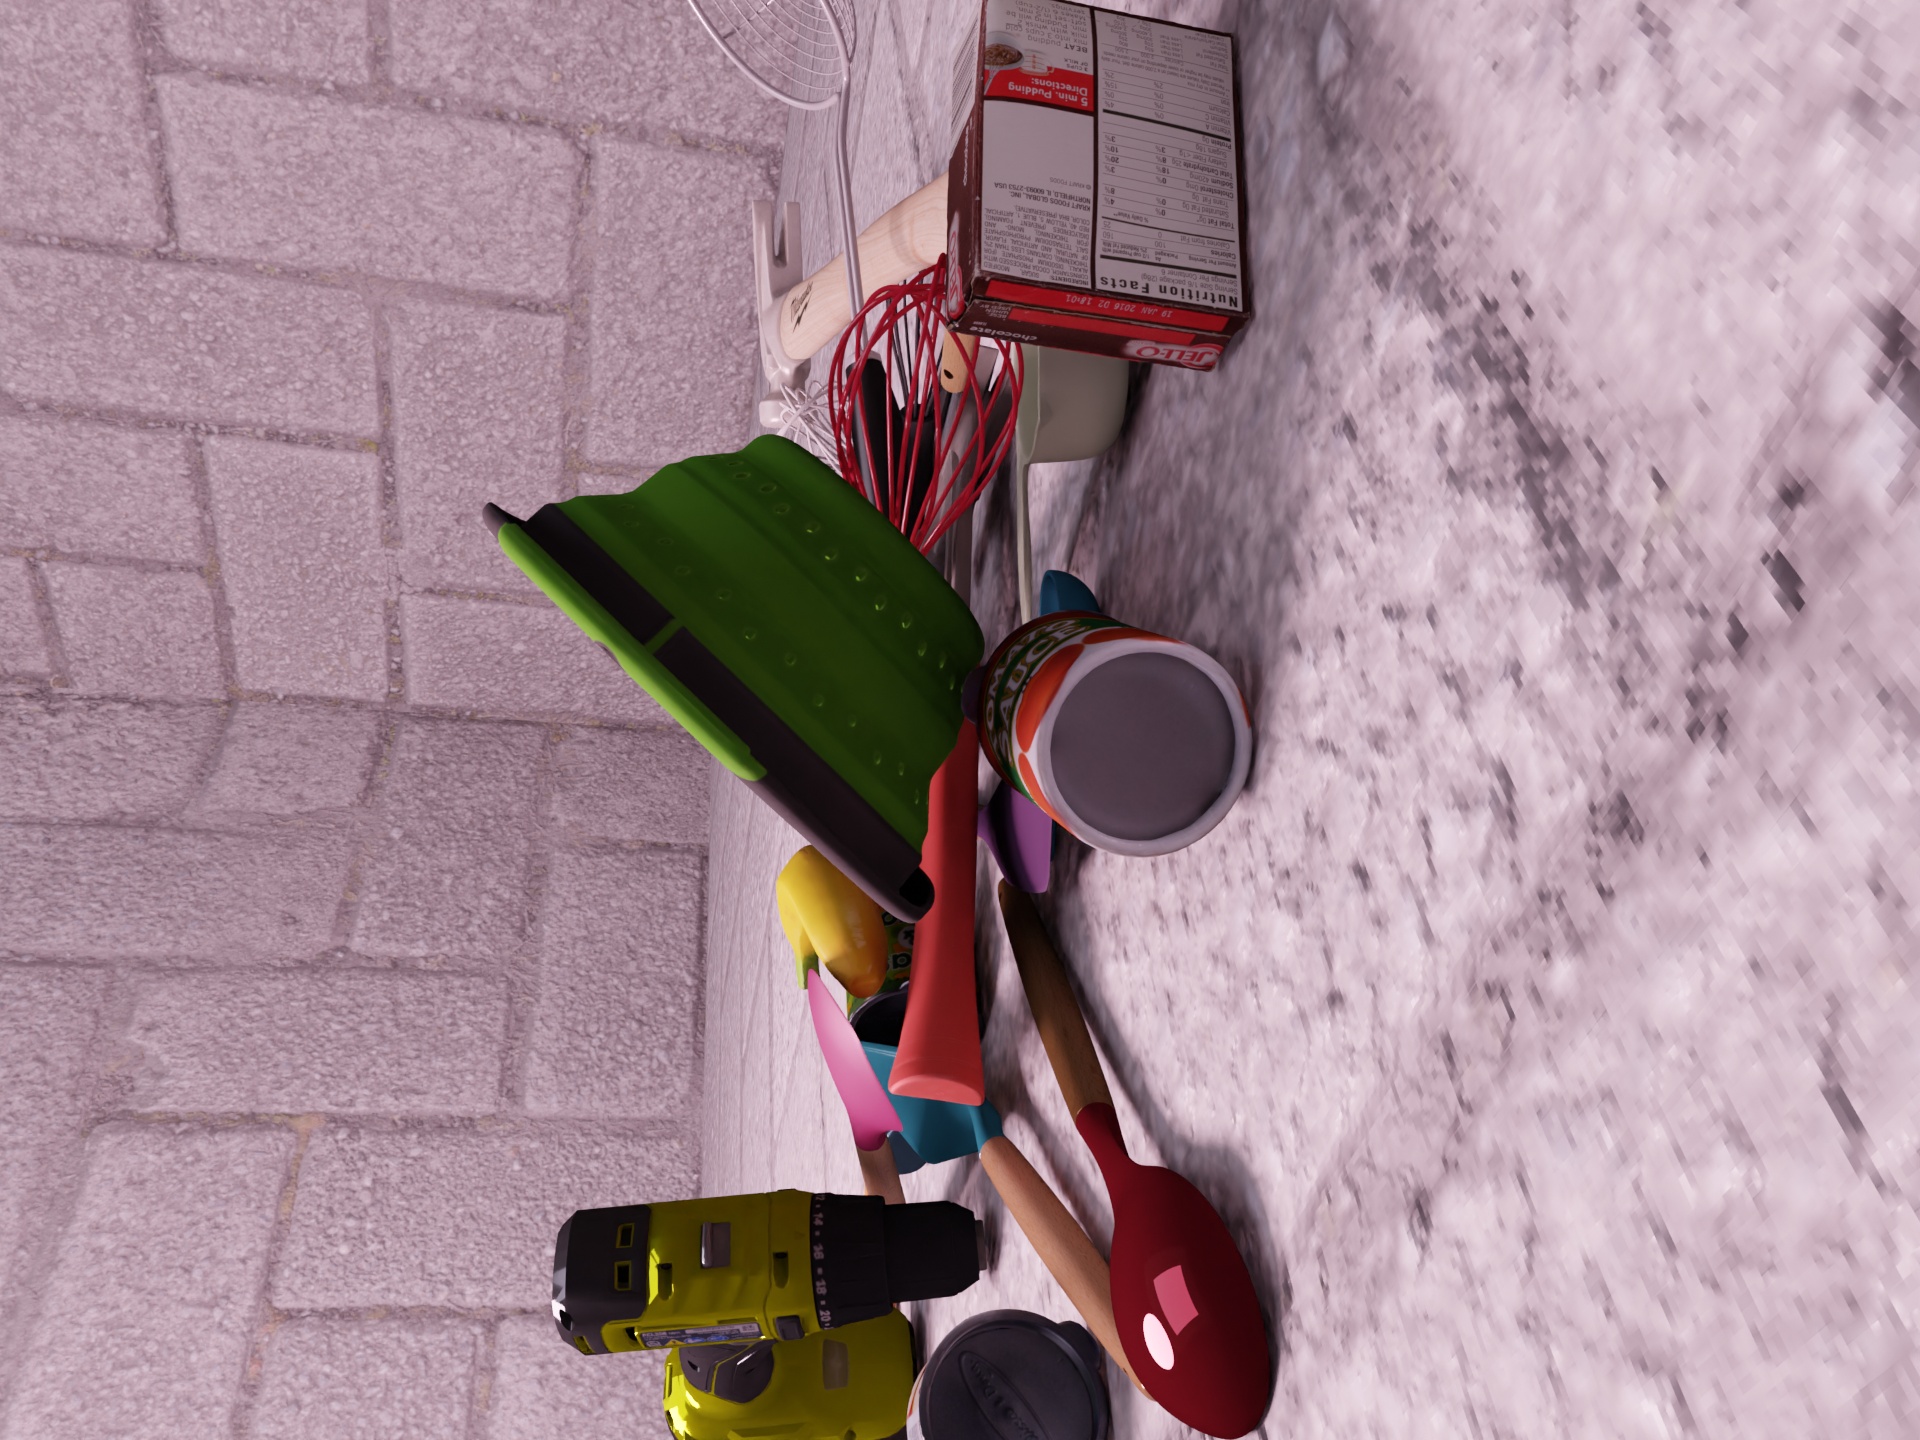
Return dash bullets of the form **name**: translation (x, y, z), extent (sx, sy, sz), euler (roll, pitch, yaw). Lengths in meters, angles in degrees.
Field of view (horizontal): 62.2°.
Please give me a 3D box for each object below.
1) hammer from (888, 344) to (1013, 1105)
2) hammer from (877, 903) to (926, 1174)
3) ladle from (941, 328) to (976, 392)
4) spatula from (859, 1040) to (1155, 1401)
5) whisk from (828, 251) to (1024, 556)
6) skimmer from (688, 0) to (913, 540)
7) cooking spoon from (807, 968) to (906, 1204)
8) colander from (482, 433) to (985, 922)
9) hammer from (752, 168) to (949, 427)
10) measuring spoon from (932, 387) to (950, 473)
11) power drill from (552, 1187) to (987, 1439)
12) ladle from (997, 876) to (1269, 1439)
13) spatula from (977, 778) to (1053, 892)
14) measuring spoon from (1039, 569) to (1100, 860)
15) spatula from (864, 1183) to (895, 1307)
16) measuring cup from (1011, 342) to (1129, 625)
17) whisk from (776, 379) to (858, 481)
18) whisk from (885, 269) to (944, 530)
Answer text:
- **hammer**: translation (-0.001, -0.002, 0.707), extent (0.149, 0.036, 0.359), euler (112, 165, -49)
- **hammer**: translation (-0.039, 0.099, 0.946), extent (0.128, 0.033, 0.331), euler (113, 158, -55)
- **ladle**: translation (0.021, -0.229, 0.603), extent (0.062, 0.078, 0.320), euler (-50, -10, -22)
- **spatula**: translation (0.014, 0.189, 0.628), extent (0.082, 0.044, 0.317), euler (55, 172, -13)
- **whisk**: translation (-0.024, -0.073, 0.654), extent (0.295, 0.073, 0.073), euler (103, 166, -58)
- **skimmer**: translation (-0.083, -0.231, 0.773), extent (0.127, 0.090, 0.363), euler (150, 113, -75)
- **cooking spoon**: translation (-0.040, 0.207, 0.749), extent (0.069, 0.017, 0.318), euler (51, 161, 33)
- **colander**: translation (-0.054, -0.017, 0.637), extent (0.094, 0.204, 0.397), euler (-46, -10, -5)
- **hammer**: translation (-0.051, -0.256, 0.867), extent (0.411, 0.038, 0.146), euler (-171, 77, -69)
- **measuring spoon**: translation (-0.017, -0.200, 0.986), extent (0.034, 0.018, 0.124), euler (-97, 17, -45)
- **power drill**: translation (-0.080, 0.297, 0.782), extent (0.228, 0.190, 0.080), euler (86, 179, -51)
- **ladle**: translation (0.044, 0.126, 0.563), extent (0.316, 0.031, 0.069), euler (-113, 28, -69)
- **spatula**: translation (0.008, 0.046, 0.763), extent (0.316, 0.018, 0.060), euler (163, 110, -79)
- **measuring spoon**: translation (0.044, 0.000, 0.640), extent (0.042, 0.021, 0.128), euler (-108, 16, -63)
- **spatula**: translation (-0.053, 0.381, 0.896), extent (0.081, 0.041, 0.323), euler (106, 165, -51)
- **measuring cup**: translation (0.042, -0.103, 0.641), extent (0.083, 0.038, 0.167), euler (-99, 6, -49)
- **whisk**: translation (-0.068, -0.162, 0.991), extent (0.059, 0.058, 0.246), euler (-44, -10, 4)
- **whisk**: translation (-0.024, -0.185, 0.959), extent (0.055, 0.055, 0.238), euler (-99, 13, -49)
